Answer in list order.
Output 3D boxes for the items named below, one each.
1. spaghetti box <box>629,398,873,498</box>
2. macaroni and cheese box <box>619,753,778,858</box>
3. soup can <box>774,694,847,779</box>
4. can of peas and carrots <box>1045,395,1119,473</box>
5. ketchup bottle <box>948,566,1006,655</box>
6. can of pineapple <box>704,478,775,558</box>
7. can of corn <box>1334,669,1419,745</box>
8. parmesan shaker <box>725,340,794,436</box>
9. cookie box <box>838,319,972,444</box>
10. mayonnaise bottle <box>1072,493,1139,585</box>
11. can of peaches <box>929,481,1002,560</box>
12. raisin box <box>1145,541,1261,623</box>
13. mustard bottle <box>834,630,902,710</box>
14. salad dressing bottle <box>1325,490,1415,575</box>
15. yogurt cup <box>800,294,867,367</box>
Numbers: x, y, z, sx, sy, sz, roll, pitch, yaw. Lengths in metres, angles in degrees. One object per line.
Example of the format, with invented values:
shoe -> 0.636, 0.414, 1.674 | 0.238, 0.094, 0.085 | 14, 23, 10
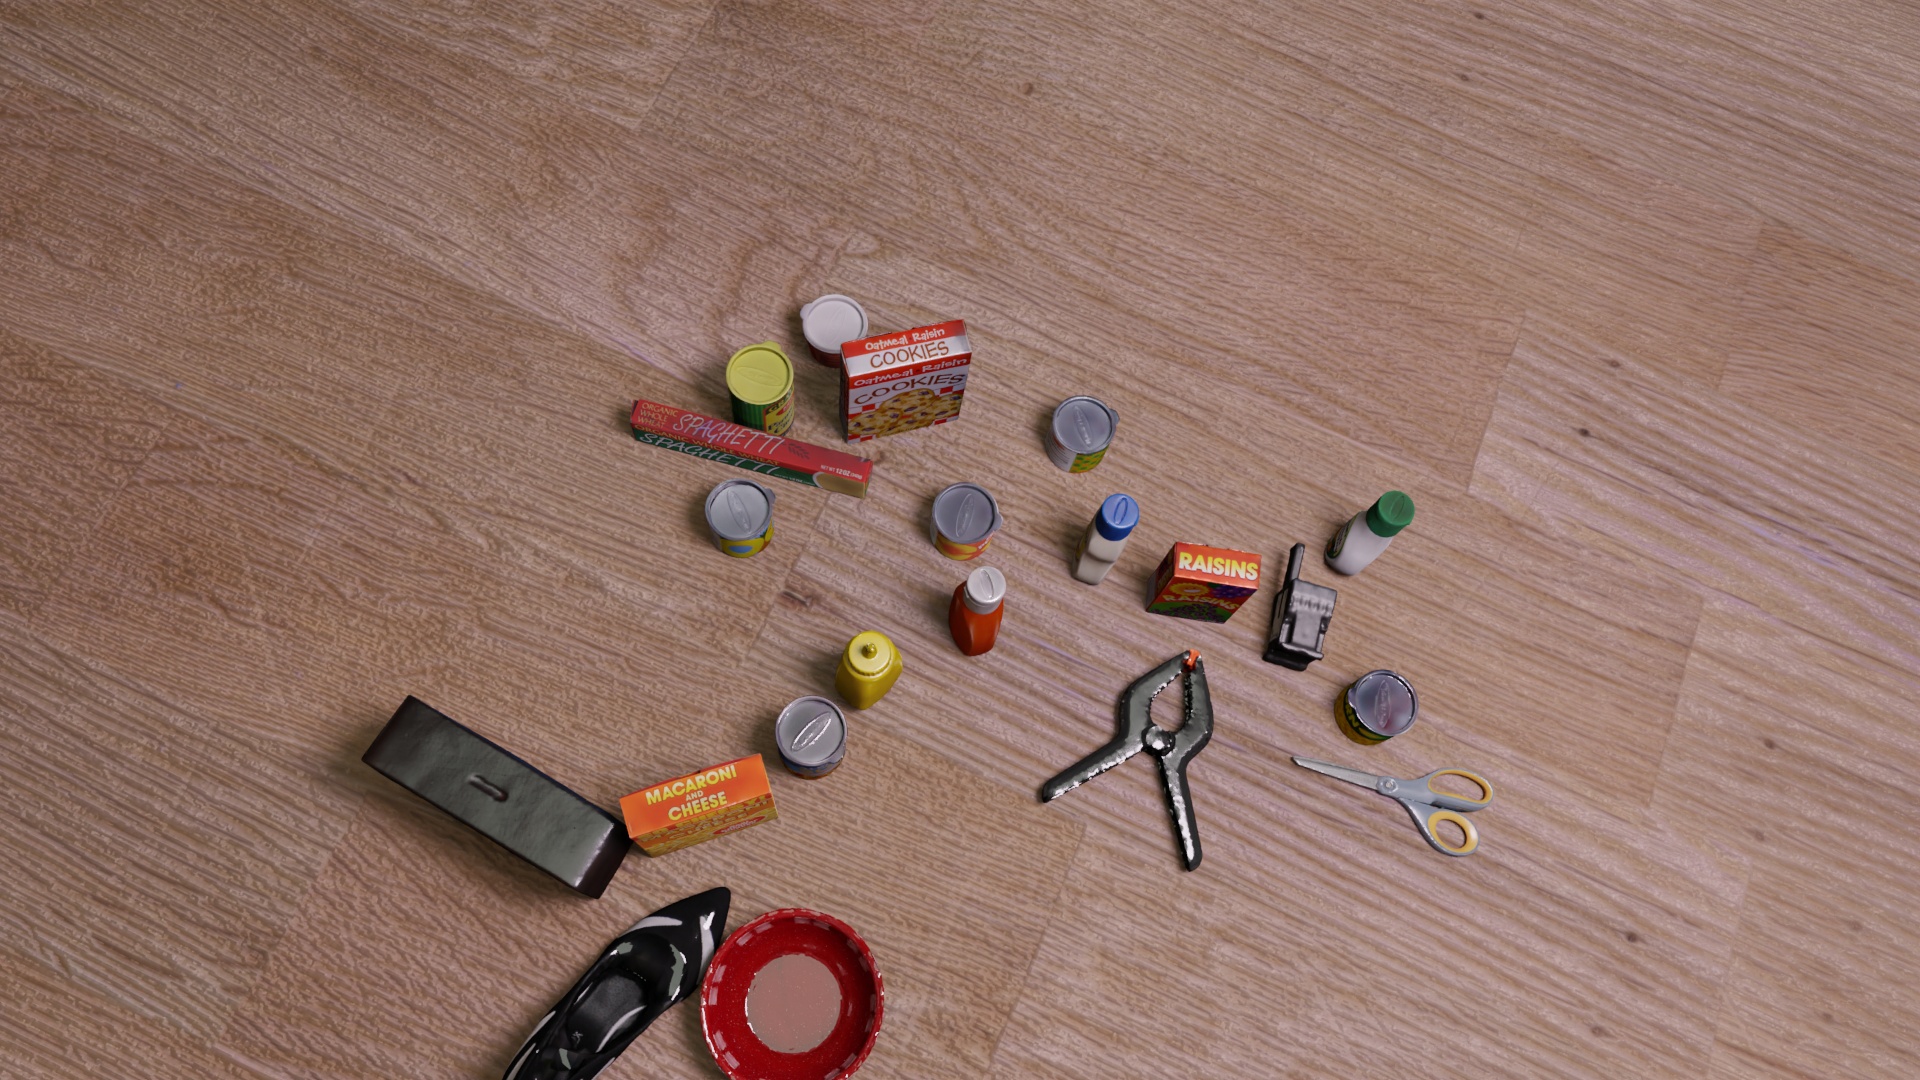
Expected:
spaghetti box -> -0.214, -0.093, 1.419 | 0.250, 0.050, 0.029 | 15, 70, 0
macaroni and cheese box -> -0.230, 0.238, 1.239 | 0.124, 0.166, 0.040 | -17, 73, -11
soup can -> -0.138, 0.189, 1.309 | 0.071, 0.083, 0.071 | 2, 71, -5
can of peas and carrots -> 0.127, -0.111, 1.453 | 0.071, 0.058, 0.071 | 2, 71, -5
ketchup bottle -> 0.017, 0.064, 1.333 | 0.043, 0.148, 0.065 | -15, 73, -10
can of pineapple -> -0.218, -0.022, 1.389 | 0.071, 0.057, 0.071 | 2, 71, -5
can of corn -> 0.411, 0.167, 1.382 | 0.071, 0.058, 0.071 | 2, 71, -5
parmesan shaker -> -0.201, -0.150, 1.412 | 0.071, 0.102, 0.071 | 2, 71, -5
cookie box -> -0.058, -0.158, 1.395 | 0.123, 0.167, 0.040 | -13, 73, -10
mayonnaise bottle -> 0.144, -0.005, 1.370 | 0.041, 0.147, 0.065 | 19, 70, 1
can of peaches -> 0.005, -0.018, 1.409 | 0.071, 0.058, 0.071 | 2, 71, -5
raisin box -> 0.239, 0.043, 1.375 | 0.086, 0.123, 0.040 | 9, 71, -2
mustard bottle -> -0.085, 0.115, 1.299 | 0.049, 0.159, 0.065 | 42, 73, 9
salad dressing bottle -> 0.412, -0.008, 1.397 | 0.044, 0.147, 0.064 | 30, 71, 5
yogurt cup -> -0.133, -0.218, 1.469 | 0.072, 0.053, 0.072 | 2, 71, -5
